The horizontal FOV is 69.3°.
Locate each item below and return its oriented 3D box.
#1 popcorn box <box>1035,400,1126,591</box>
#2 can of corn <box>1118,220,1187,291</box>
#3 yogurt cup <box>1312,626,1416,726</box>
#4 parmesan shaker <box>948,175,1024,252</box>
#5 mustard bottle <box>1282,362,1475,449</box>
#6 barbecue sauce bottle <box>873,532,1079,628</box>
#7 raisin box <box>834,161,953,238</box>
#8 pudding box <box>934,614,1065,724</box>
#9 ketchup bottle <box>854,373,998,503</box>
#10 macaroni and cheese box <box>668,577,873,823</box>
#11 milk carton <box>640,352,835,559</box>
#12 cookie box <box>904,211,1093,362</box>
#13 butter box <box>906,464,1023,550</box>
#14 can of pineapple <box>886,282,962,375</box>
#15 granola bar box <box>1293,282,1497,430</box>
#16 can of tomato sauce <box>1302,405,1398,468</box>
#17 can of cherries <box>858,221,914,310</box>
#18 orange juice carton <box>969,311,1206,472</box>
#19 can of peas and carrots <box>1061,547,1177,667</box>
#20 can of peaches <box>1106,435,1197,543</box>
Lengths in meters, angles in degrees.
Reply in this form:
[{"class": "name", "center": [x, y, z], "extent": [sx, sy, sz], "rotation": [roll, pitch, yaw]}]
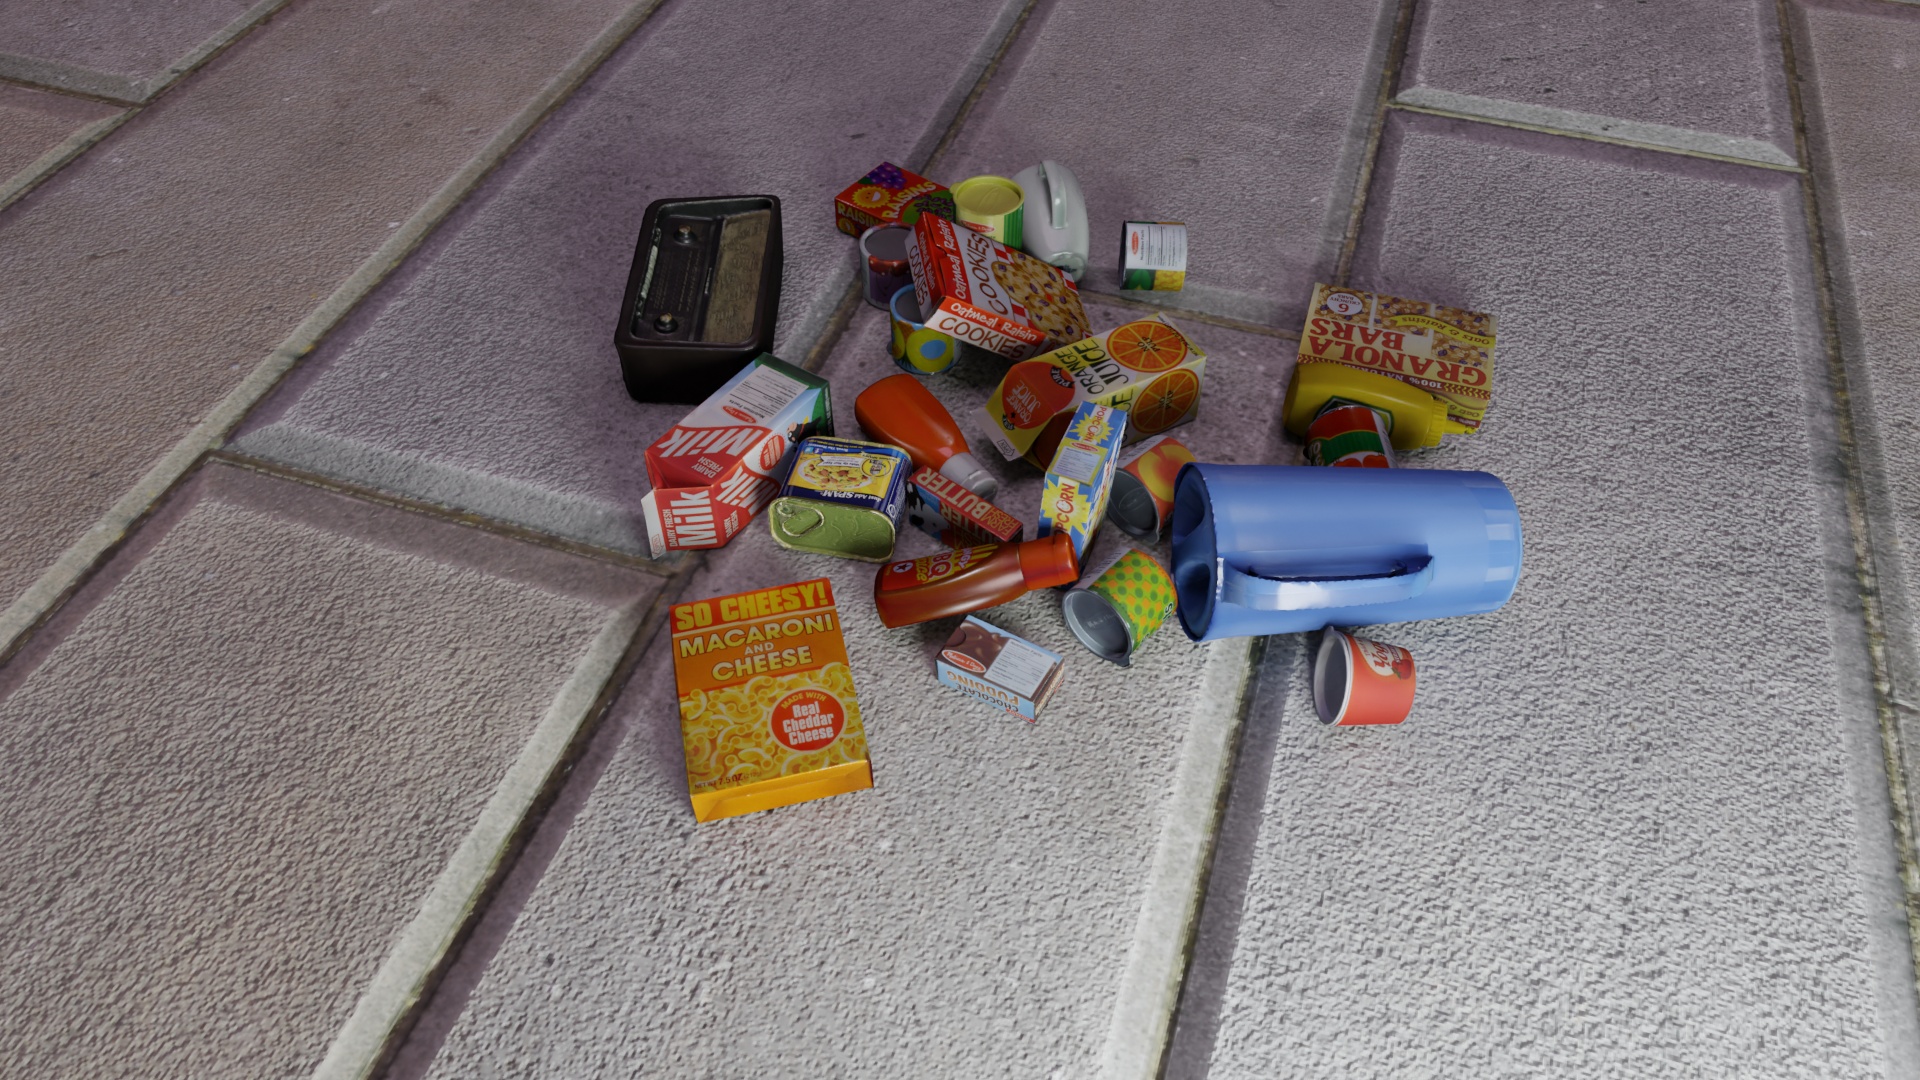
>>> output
[{"class": "popcorn box", "center": [0.090, -0.033, 1.065], "extent": [0.038, 0.126, 0.085], "rotation": [19, 51, 12]}, {"class": "can of corn", "center": [0.183, -0.271, 1.328], "extent": [0.058, 0.070, 0.071], "rotation": [2, 48, 1]}, {"class": "yogurt cup", "center": [0.287, 0.101, 0.987], "extent": [0.054, 0.072, 0.073], "rotation": [6, 47, -5]}, {"class": "parmesan shaker", "center": [0.023, -0.284, 1.312], "extent": [0.071, 0.102, 0.072], "rotation": [0, 48, 0]}, {"class": "mustard bottle", "center": [0.358, -0.108, 1.179], "extent": [0.160, 0.065, 0.049], "rotation": [11, 44, 5]}, {"class": "barbecue sauce bottle", "center": [0.012, 0.028, 1.036], "extent": [0.148, 0.043, 0.065], "rotation": [-12, 22, 12]}, {"class": "raisin box", "center": [-0.053, -0.327, 1.396], "extent": [0.123, 0.039, 0.086], "rotation": [29, 54, 23]}, {"class": "pudding box", "center": [0.029, 0.093, 1.015], "extent": [0.084, 0.030, 0.050], "rotation": [23, 52, 20]}, {"class": "ketchup bottle", "center": [-0.026, -0.081, 1.165], "extent": [0.065, 0.043, 0.149], "rotation": [-28, 53, -22]}, {"class": "macaroni and cheese box", "center": [-0.138, 0.110, 0.992], "extent": [0.124, 0.040, 0.167], "rotation": [-10, 49, -9]}, {"class": "milk carton", "center": [-0.190, -0.065, 1.133], "extent": [0.073, 0.072, 0.191], "rotation": [26, 52, 22]}, {"class": "cookie box", "center": [0.037, -0.217, 1.238], "extent": [0.167, 0.040, 0.123], "rotation": [17, 41, -29]}, {"class": "butter box", "center": [0.004, -0.014, 1.098], "extent": [0.103, 0.052, 0.024], "rotation": [32, 57, 26]}, {"class": "can of pineapple", "center": [-0.033, -0.193, 1.259], "extent": [0.071, 0.057, 0.071], "rotation": [0, 48, 0]}, {"class": "granola bar box", "center": [0.389, -0.167, 1.248], "extent": [0.165, 0.038, 0.125], "rotation": [13, 48, 12]}, {"class": "can of tomato sauce", "center": [0.319, -0.057, 1.130], "extent": [0.071, 0.070, 0.083], "rotation": [-1, 48, -1]}, {"class": "can of cherries", "center": [-0.060, -0.262, 1.322], "extent": [0.071, 0.058, 0.072], "rotation": [0, 47, 0]}, {"class": "orange juice carton", "center": [0.107, -0.120, 1.182], "extent": [0.193, 0.072, 0.072], "rotation": [-22, 51, -18]}, {"class": "can of peas and carrots", "center": [0.120, 0.049, 1.033], "extent": [0.071, 0.070, 0.059], "rotation": [34, 55, 27]}, {"class": "can of peaches", "center": [0.155, -0.042, 1.116], "extent": [0.058, 0.070, 0.071], "rotation": [-35, 56, -28]}]
